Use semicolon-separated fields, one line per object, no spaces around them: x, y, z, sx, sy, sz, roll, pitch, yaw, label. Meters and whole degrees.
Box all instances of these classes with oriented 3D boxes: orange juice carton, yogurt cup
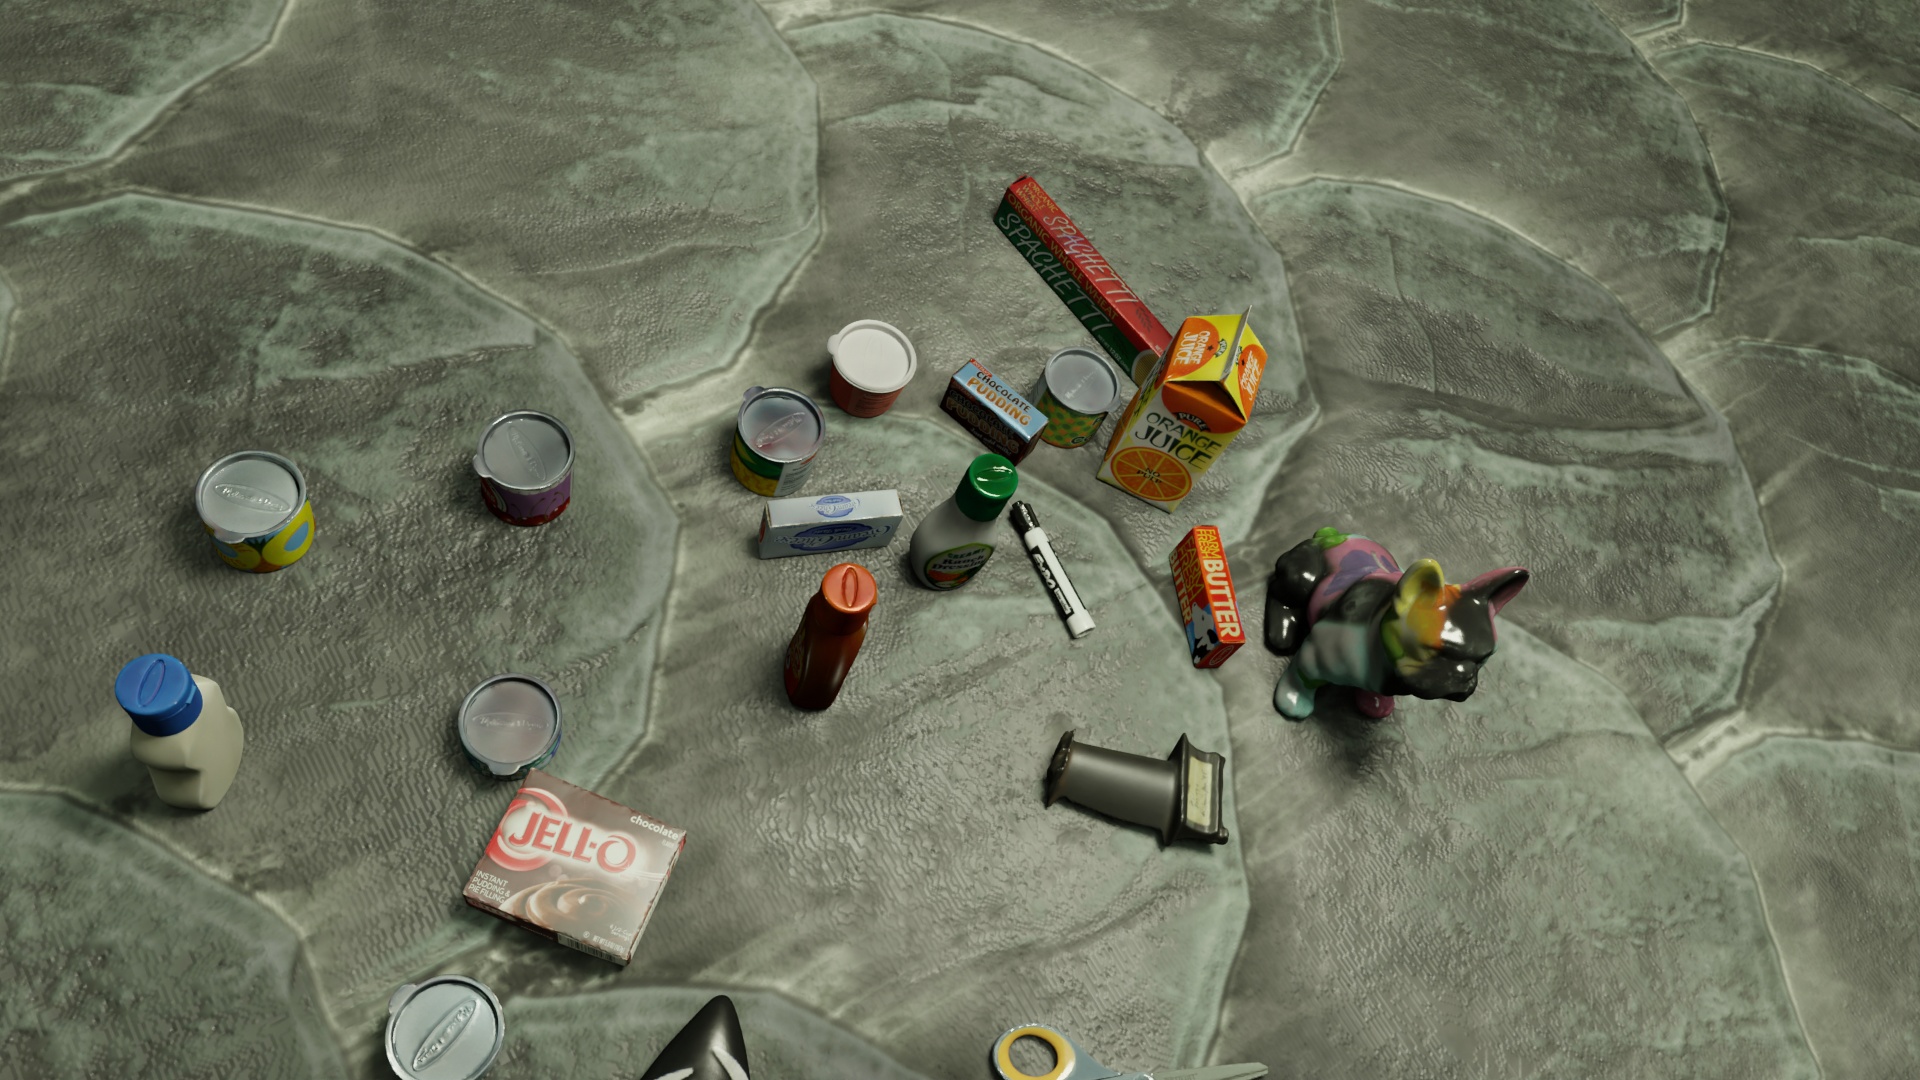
0.181;-0.106;1.100;0.073;0.191;0.072;26;59;-3;orange juice carton
-0.074;-0.135;1.119;0.072;0.053;0.073;7;61;-13;yogurt cup

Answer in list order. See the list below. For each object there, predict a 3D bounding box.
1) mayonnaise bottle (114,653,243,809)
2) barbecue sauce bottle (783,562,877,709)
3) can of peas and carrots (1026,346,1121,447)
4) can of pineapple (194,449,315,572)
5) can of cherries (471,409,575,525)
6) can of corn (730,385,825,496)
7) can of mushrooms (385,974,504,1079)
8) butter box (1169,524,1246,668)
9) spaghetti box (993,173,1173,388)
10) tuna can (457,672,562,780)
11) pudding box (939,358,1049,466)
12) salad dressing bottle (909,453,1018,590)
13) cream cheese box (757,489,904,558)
-0.458;0.110;0.816;0.041;0.147;0.065;11;60;-11;mayonnaise bottle
-0.089;0.063;0.953;0.044;0.147;0.065;8;61;-13;barbecue sauce bottle
0.095;-0.117;1.158;0.071;0.058;0.071;7;61;-13;can of peas and carrots
-0.473;-0.018;0.932;0.071;0.057;0.071;7;61;-13;can of pineapple
-0.314;-0.051;0.998;0.071;0.058;0.072;7;61;-13;can of cherries
-0.143;-0.077;1.064;0.071;0.058;0.071;7;61;-13;can of corn
-0.309;0.294;0.829;0.071;0.033;0.071;7;61;-13;can of mushrooms
0.195;0.044;1.105;0.024;0.053;0.104;0;63;-17;butter box
0.120;-0.217;1.224;0.029;0.050;0.250;-32;76;-28;spaghetti box
-0.299;0.126;0.923;0.071;0.032;0.071;7;61;-13;tuna can
0.027;-0.104;1.136;0.084;0.049;0.030;41;59;7;pudding box
0.004;-0.013;1.022;0.064;0.147;0.044;-6;65;-19;salad dressing bottle
-0.099;-0.012;1.046;0.104;0.053;0.024;-6;65;-20;cream cheese box
